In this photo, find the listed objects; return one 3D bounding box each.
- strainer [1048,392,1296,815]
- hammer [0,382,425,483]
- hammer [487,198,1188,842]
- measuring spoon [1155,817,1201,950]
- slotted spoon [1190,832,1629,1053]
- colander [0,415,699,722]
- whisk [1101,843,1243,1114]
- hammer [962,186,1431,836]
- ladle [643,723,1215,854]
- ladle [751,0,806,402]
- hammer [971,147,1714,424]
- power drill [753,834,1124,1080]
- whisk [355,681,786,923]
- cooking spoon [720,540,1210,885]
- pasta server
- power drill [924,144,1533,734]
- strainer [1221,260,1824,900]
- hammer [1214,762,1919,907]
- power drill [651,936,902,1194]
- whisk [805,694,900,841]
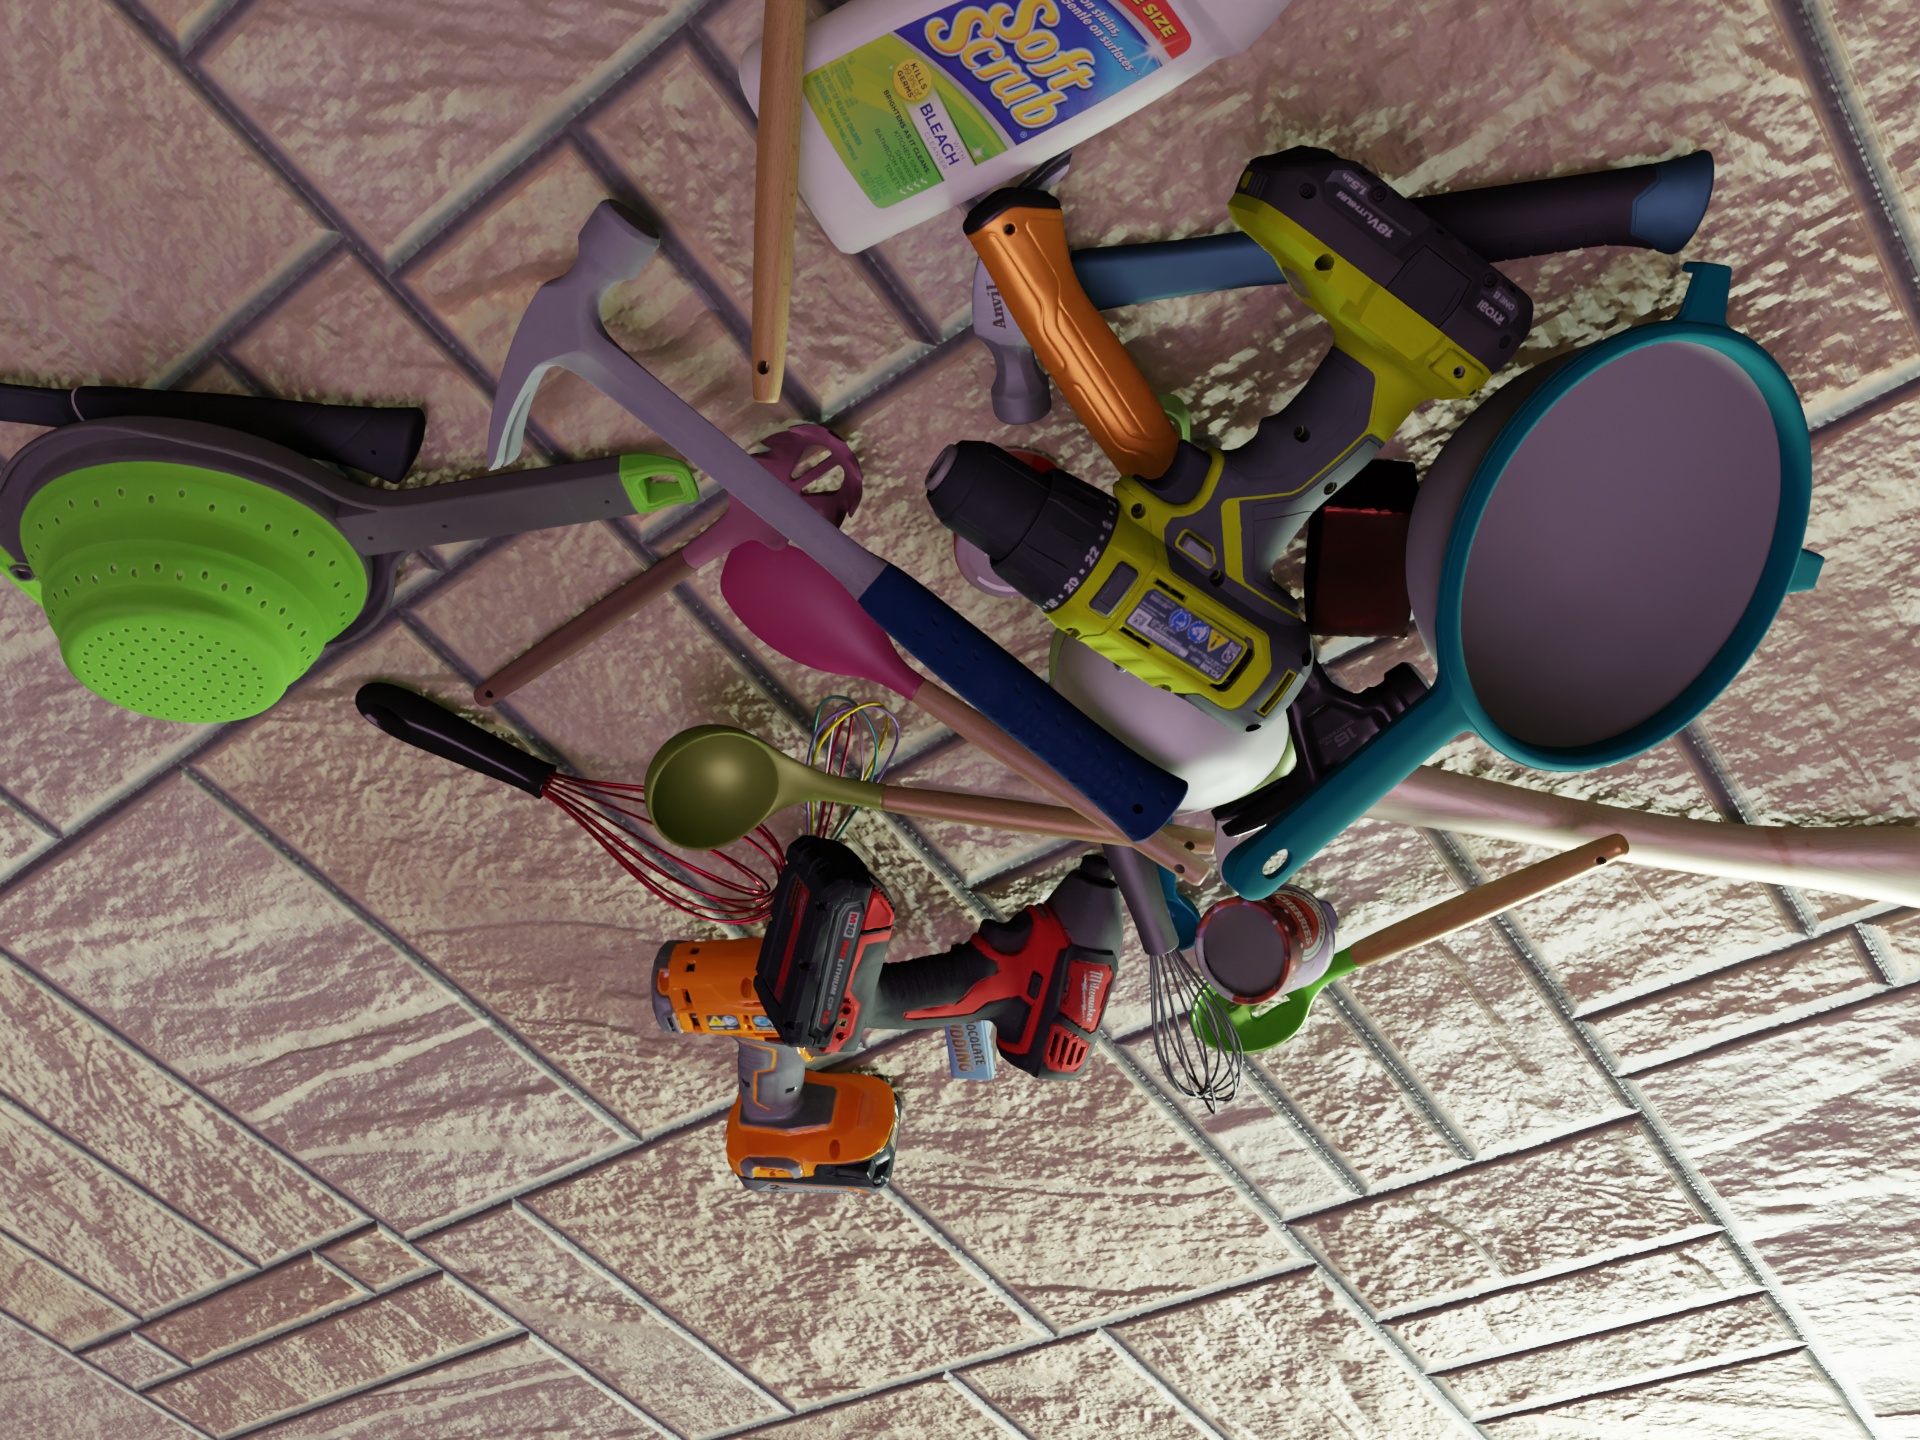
[{"bbox_3d":[0.101,-0.041,0.828,0.151,0.069,0.256,13,131,25],"label":"strainer"},{"bbox_3d":[-0.492,-0.176,0.869,0.409,0.036,0.149,6,127,4],"label":"hammer"},{"bbox_3d":[-0.056,-0.073,0.802,0.405,0.035,0.144,39,110,-7],"label":"hammer"},{"bbox_3d":[0.128,0.086,0.987,0.042,0.021,0.128,3,120,25],"label":"measuring spoon"},{"bbox_3d":[0.263,0.135,0.964,0.070,0.031,0.313,42,132,-15],"label":"slotted spoon"},{"bbox_3d":[-0.337,-0.074,0.854,0.397,0.095,0.204,-8,148,5],"label":"colander"},{"bbox_3d":[0.123,0.139,0.978,0.055,0.055,0.238,-15,108,19],"label":"whisk"},{"bbox_3d":[0.099,-0.098,0.759,0.127,0.034,0.336,-34,110,7],"label":"hammer"},{"bbox_3d":[-0.019,0.053,0.887,0.320,0.062,0.078,8,120,7],"label":"ladle"},{"bbox_3d":[-0.071,-0.290,0.648,0.069,0.031,0.315,8,104,13],"label":"ladle"},{"bbox_3d":[0.166,-0.216,0.732,0.331,0.033,0.128,-5,128,12],"label":"hammer"},{"bbox_3d":[-0.002,0.139,0.966,0.219,0.079,0.143,11,101,-25],"label":"power drill"},{"bbox_3d":[-0.239,0.046,0.988,0.296,0.073,0.073,25,127,-2],"label":"whisk"},{"bbox_3d":[-0.001,-0.003,0.871,0.319,0.017,0.068,33,124,9],"label":"cooking spoon"},{"bbox_3d":[-0.173,-0.076,0.892,0.316,0.040,0.060,-28,104,28],"label":"pasta server"},{"bbox_3d":[0.114,-0.127,0.692,0.190,0.080,0.228,31,106,-16],"label":"power drill"},{"bbox_3d":[0.239,-0.048,0.749,0.340,0.095,0.210,-40,122,-3],"label":"strainer"},{"bbox_3d":[0.354,0.067,0.920,0.410,0.038,0.146,9,130,1],"label":"hammer"},{"bbox_3d":[-0.102,0.231,1.079,0.164,0.084,0.226,-2,133,10],"label":"power drill"},{"bbox_3d":[-0.091,0.074,0.993,0.051,0.047,0.244,28,132,8],"label":"whisk"}]
